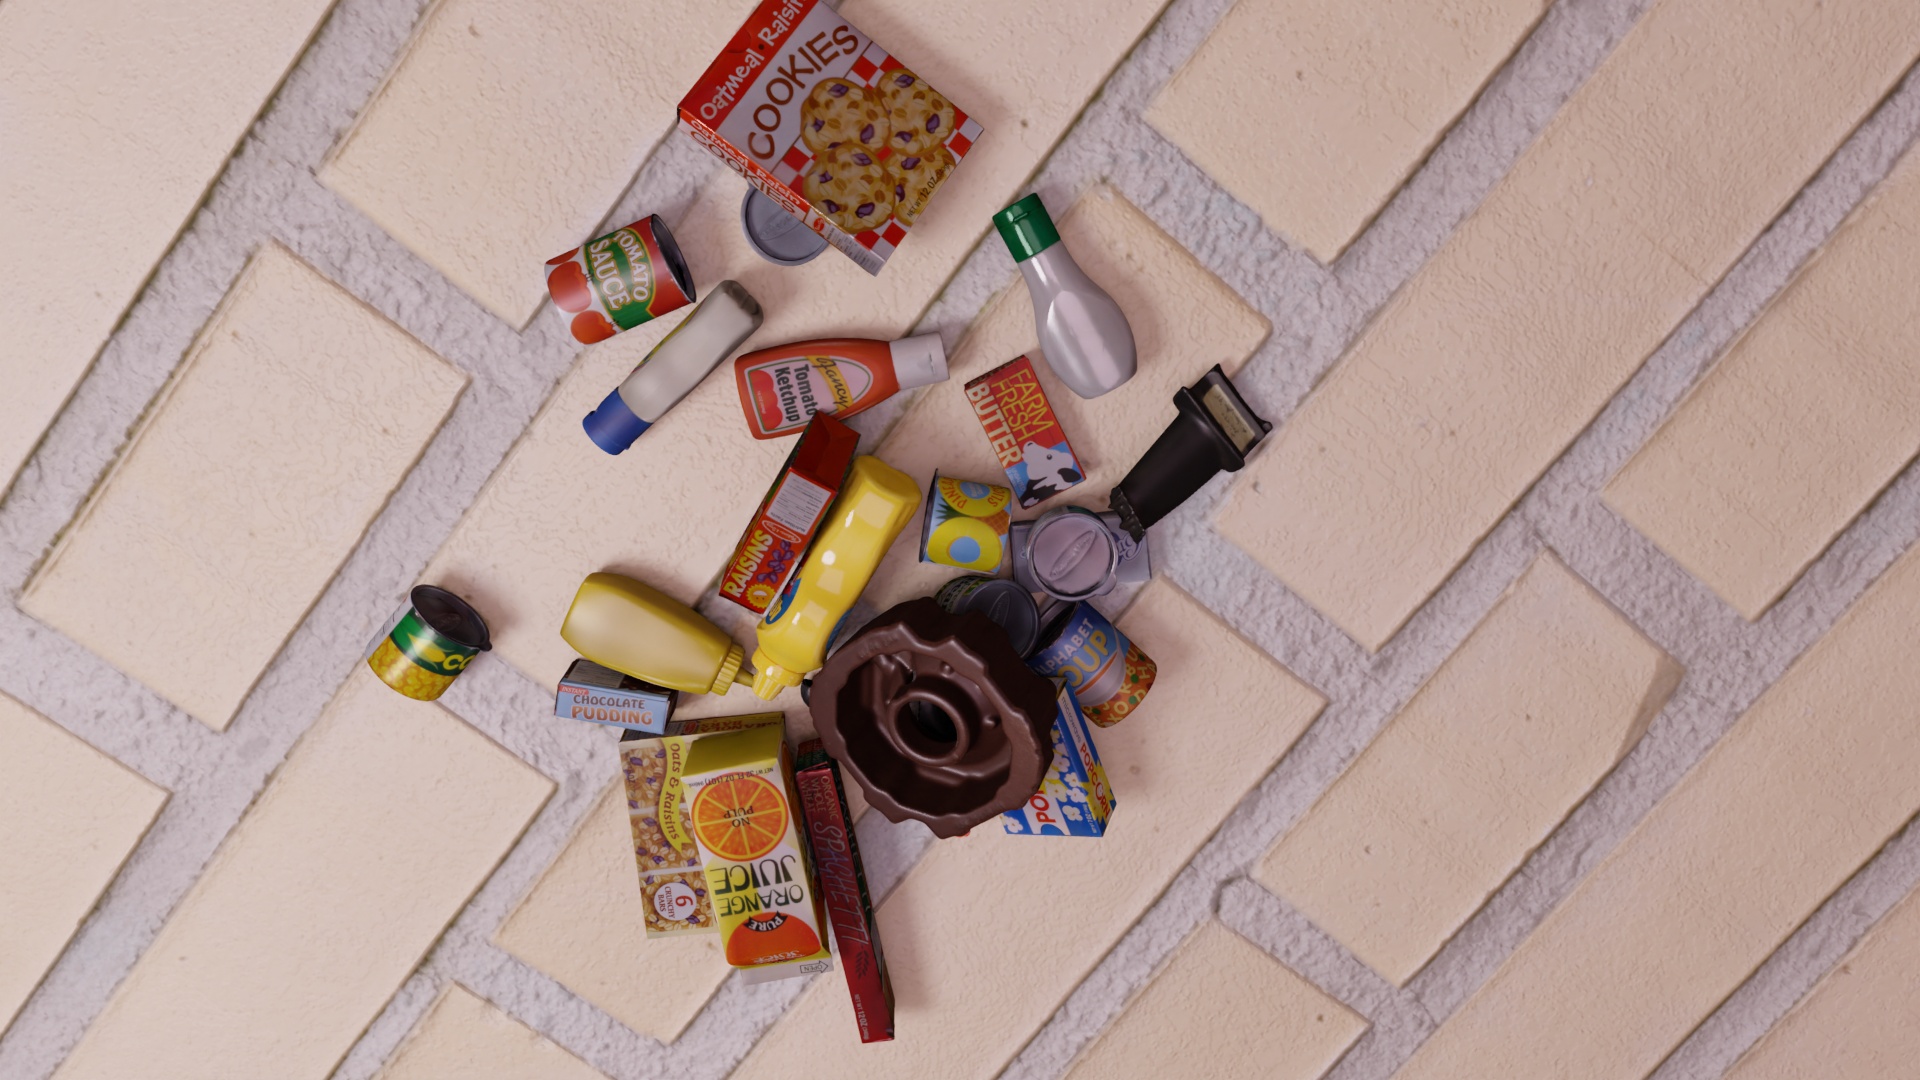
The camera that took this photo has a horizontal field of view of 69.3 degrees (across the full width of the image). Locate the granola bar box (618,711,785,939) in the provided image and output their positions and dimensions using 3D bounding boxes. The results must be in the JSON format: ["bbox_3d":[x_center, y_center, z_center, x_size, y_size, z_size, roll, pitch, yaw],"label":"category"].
[{"bbox_3d":[-0.190,0.220,1.077,0.124,0.039,0.165,-5,104,-2],"label":"granola bar box"}]

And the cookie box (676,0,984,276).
[{"bbox_3d":[-0.087,-0.279,0.937,0.167,0.040,0.123,36,77,-10],"label":"cookie box"}]

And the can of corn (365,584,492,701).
[{"bbox_3d":[-0.390,0.077,1.021,0.071,0.071,0.058,41,100,-11],"label":"can of corn"}]

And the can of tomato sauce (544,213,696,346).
[{"bbox_3d":[-0.236,-0.180,0.962,0.083,0.071,0.071,-22,104,4],"label":"can of tomato sauce"}]

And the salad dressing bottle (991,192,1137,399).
[{"bbox_3d":[0.073,-0.174,0.989,0.064,0.044,0.147,-28,102,7],"label":"salad dressing bottle"}]

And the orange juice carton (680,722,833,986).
[{"bbox_3d":[-0.147,0.240,1.025,0.072,0.073,0.192,-11,104,-1],"label":"orange juice carton"}]

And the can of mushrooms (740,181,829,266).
[{"bbox_3d":[-0.121,-0.229,0.973,0.071,0.033,0.071,0,104,-1],"label":"can of mushrooms"}]

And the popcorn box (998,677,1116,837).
[{"bbox_3d":[0.057,0.163,1.042,0.085,0.038,0.126,-6,119,31],"label":"popcorn box"}]

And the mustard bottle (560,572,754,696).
[{"bbox_3d":[-0.214,0.080,1.037,0.160,0.049,0.065,26,101,-9],"label":"mustard bottle"}]

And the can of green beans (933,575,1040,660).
[{"bbox_3d":[0.017,0.059,1.025,0.071,0.058,0.071,-1,92,-25],"label":"can of green beans"}]

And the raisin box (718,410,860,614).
[{"bbox_3d":[-0.121,-0.019,0.979,0.040,0.086,0.122,28,122,-10],"label":"raisin box"}]

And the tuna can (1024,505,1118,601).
[{"bbox_3d":[0.082,0.010,1.012,0.071,0.033,0.071,0,103,-1],"label":"tuna can"}]

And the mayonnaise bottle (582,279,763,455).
[{"bbox_3d":[-0.204,-0.121,0.984,0.148,0.065,0.041,-41,106,11],"label":"mayonnaise bottle"}]

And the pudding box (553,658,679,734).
[{"bbox_3d":[-0.257,0.117,1.044,0.084,0.050,0.030,10,105,-4],"label":"pudding box"}]

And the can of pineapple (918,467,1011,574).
[{"bbox_3d":[0.004,-0.013,1.013,0.058,0.071,0.070,10,103,-5],"label":"can of pineapple"}]

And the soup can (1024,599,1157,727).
[{"bbox_3d":[0.096,0.091,1.039,0.083,0.071,0.071,42,99,-11],"label":"soup can"}]

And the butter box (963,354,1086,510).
[{"bbox_3d":[0.047,-0.079,1.020,0.053,0.024,0.103,-26,103,5],"label":"butter box"}]

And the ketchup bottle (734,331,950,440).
[{"bbox_3d":[-0.083,-0.117,0.997,0.149,0.044,0.064,-13,108,1],"label":"ketchup bottle"}]

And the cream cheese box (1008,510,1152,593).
[{"bbox_3d":[0.090,0.008,1.043,0.104,0.024,0.053,-6,104,-1],"label":"cream cheese box"}]

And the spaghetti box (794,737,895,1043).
[{"bbox_3d":[-0.088,0.273,1.079,0.029,0.050,0.249,-11,108,0],"label":"spaghetti box"}]
